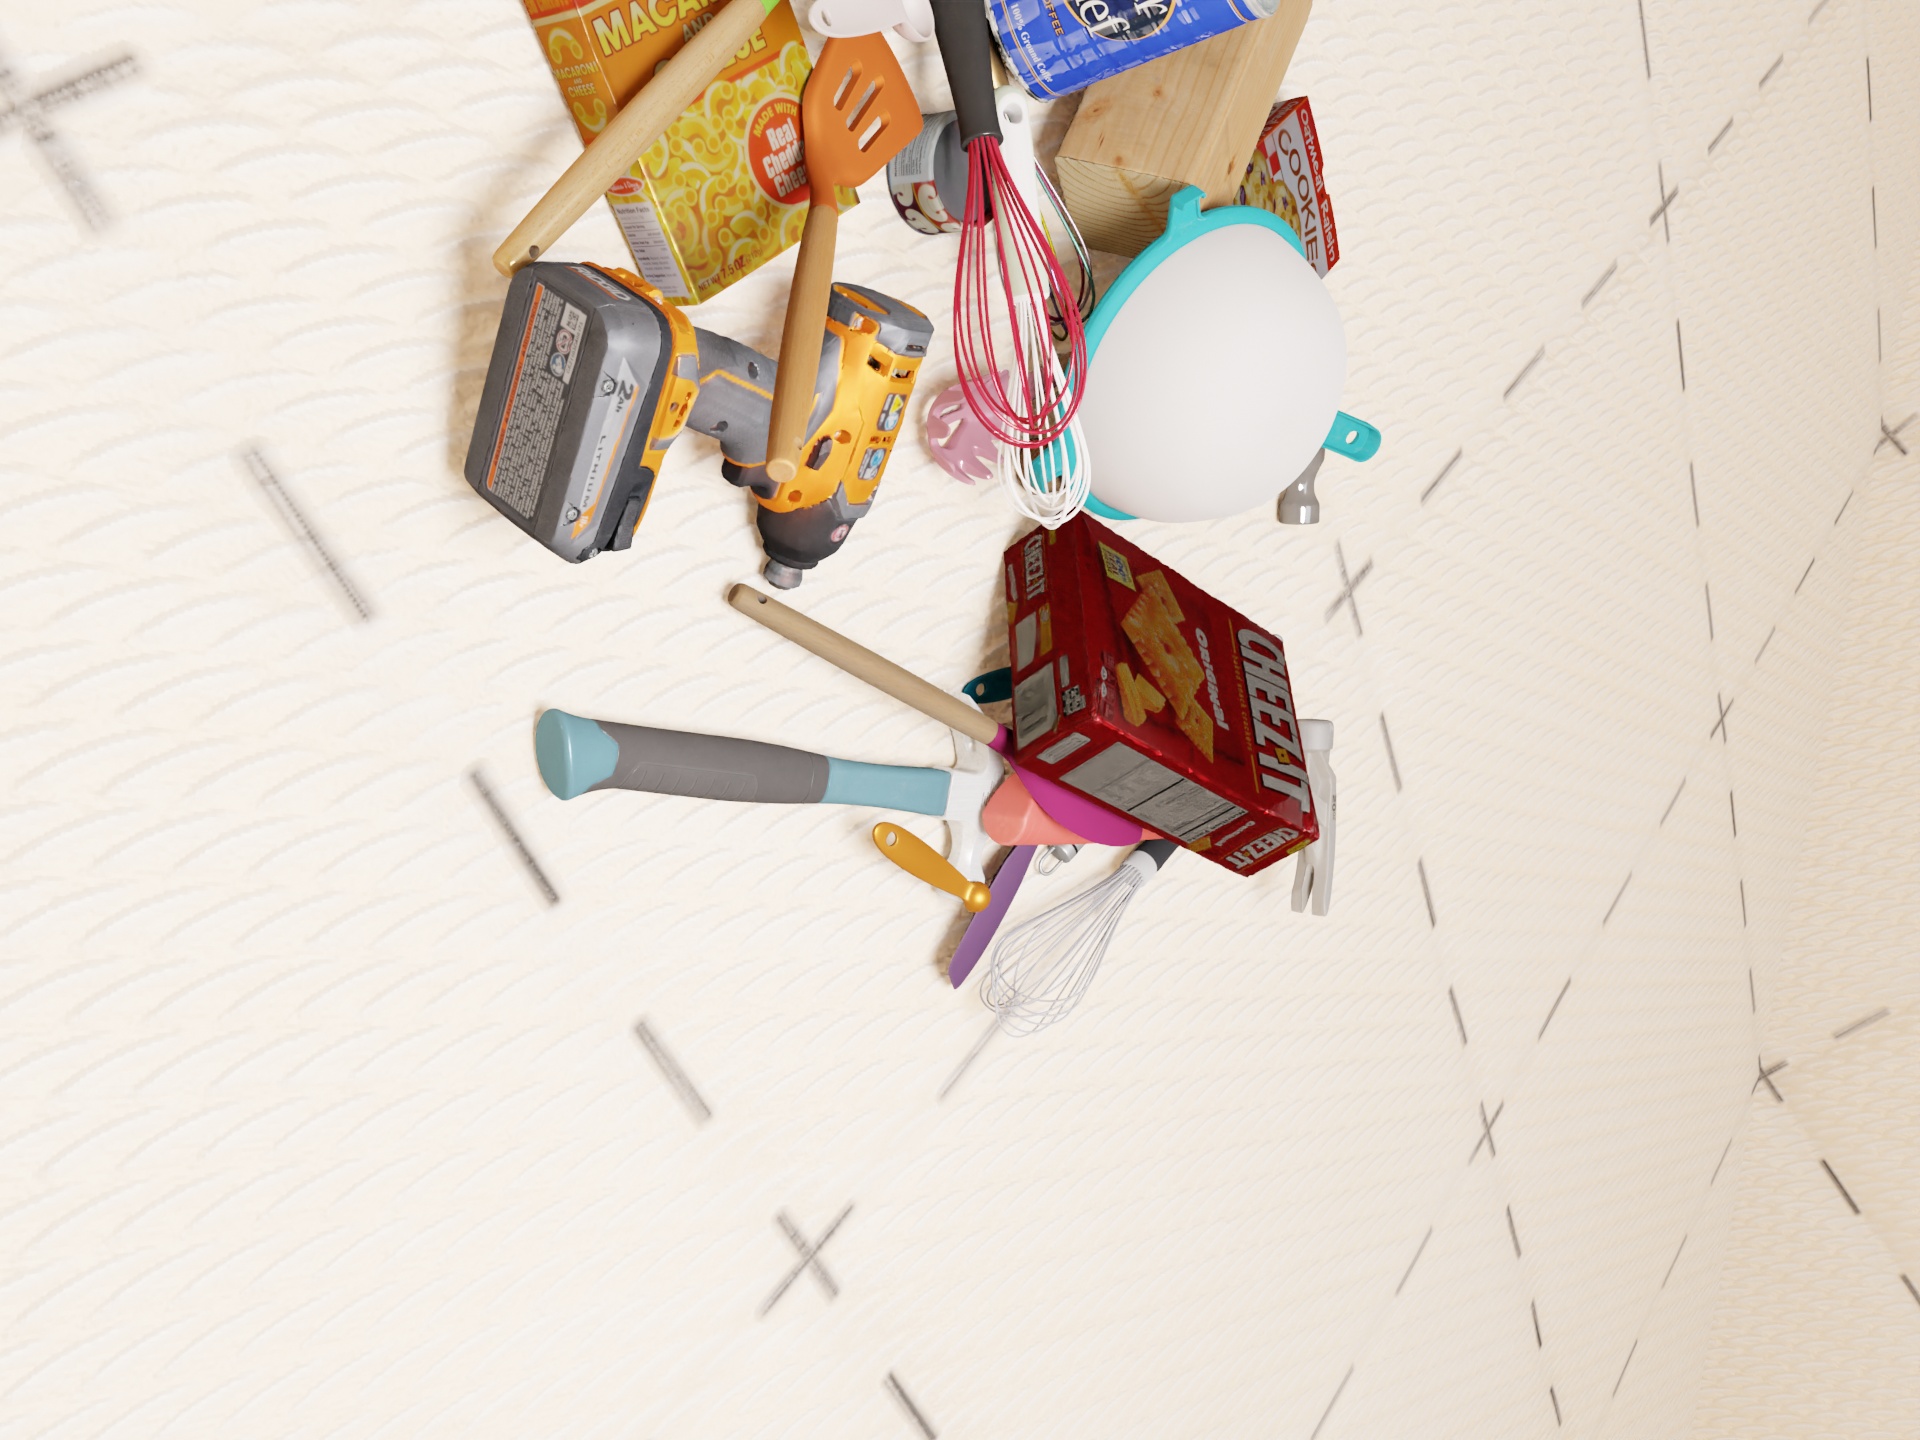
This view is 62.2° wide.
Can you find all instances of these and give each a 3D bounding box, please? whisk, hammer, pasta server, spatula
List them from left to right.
[{"bbox_3d":[-0.089,0.033,0.883,0.330,0.033,0.128,9,92,-48],"label":"hammer"},{"bbox_3d":[-0.058,-0.223,0.735,0.080,0.041,0.323,54,28,-42],"label":"spatula"},{"bbox_3d":[0.014,-0.289,0.847,0.073,0.073,0.296,-5,83,-47],"label":"whisk"},{"bbox_3d":[0.028,-0.337,0.927,0.047,0.051,0.244,-37,121,-29],"label":"whisk"},{"bbox_3d":[0.039,-0.231,0.900,0.057,0.059,0.246,-10,99,-20],"label":"whisk"},{"bbox_3d":[0.069,0.041,1.065,0.316,0.018,0.059,-59,159,-22],"label":"spatula"},{"bbox_3d":[0.080,-0.226,1.010,0.316,0.040,0.060,-34,130,-39],"label":"pasta server"},{"bbox_3d":[0.106,0.122,1.102,0.284,0.070,0.070,-39,125,-41],"label":"whisk"},{"bbox_3d":[0.151,0.072,1.088,0.359,0.037,0.149,1,92,-45],"label":"hammer"},{"bbox_3d":[0.158,-0.190,1.106,0.331,0.031,0.130,-14,108,-45],"label":"hammer"}]

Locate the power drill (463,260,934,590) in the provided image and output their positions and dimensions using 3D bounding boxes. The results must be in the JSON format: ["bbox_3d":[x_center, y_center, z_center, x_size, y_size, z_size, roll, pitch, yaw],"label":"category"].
[{"bbox_3d":[-0.118,-0.132,0.766,0.226,0.084,0.164,-12,130,-52],"label":"power drill"}]

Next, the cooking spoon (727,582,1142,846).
[{"bbox_3d":[-0.001,-0.003,0.922,0.318,0.017,0.069,28,50,-32],"label":"cooking spoon"}]

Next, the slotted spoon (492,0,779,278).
[{"bbox_3d":[-0.111,-0.314,0.729,0.314,0.031,0.070,-55,151,-20],"label":"slotted spoon"}]

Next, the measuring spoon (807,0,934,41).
[{"bbox_3d":[-0.048,-0.352,0.794,0.124,0.018,0.034,-44,118,-54],"label":"measuring spoon"}]

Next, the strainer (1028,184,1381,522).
[{"bbox_3d":[0.208,-0.192,1.020,0.340,0.095,0.211,6,120,-48],"label":"strainer"}]

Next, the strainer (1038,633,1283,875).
[{"bbox_3d":[0.135,0.019,1.120,0.258,0.050,0.086,-44,123,-25],"label":"strainer"}]

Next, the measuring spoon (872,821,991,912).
[{"bbox_3d":[-0.015,0.088,0.943,0.116,0.011,0.021,39,71,-45],"label":"measuring spoon"}]

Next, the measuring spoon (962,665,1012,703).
[{"bbox_3d":[0.047,-0.032,1.035,0.128,0.021,0.042,-16,109,-35],"label":"measuring spoon"}]
